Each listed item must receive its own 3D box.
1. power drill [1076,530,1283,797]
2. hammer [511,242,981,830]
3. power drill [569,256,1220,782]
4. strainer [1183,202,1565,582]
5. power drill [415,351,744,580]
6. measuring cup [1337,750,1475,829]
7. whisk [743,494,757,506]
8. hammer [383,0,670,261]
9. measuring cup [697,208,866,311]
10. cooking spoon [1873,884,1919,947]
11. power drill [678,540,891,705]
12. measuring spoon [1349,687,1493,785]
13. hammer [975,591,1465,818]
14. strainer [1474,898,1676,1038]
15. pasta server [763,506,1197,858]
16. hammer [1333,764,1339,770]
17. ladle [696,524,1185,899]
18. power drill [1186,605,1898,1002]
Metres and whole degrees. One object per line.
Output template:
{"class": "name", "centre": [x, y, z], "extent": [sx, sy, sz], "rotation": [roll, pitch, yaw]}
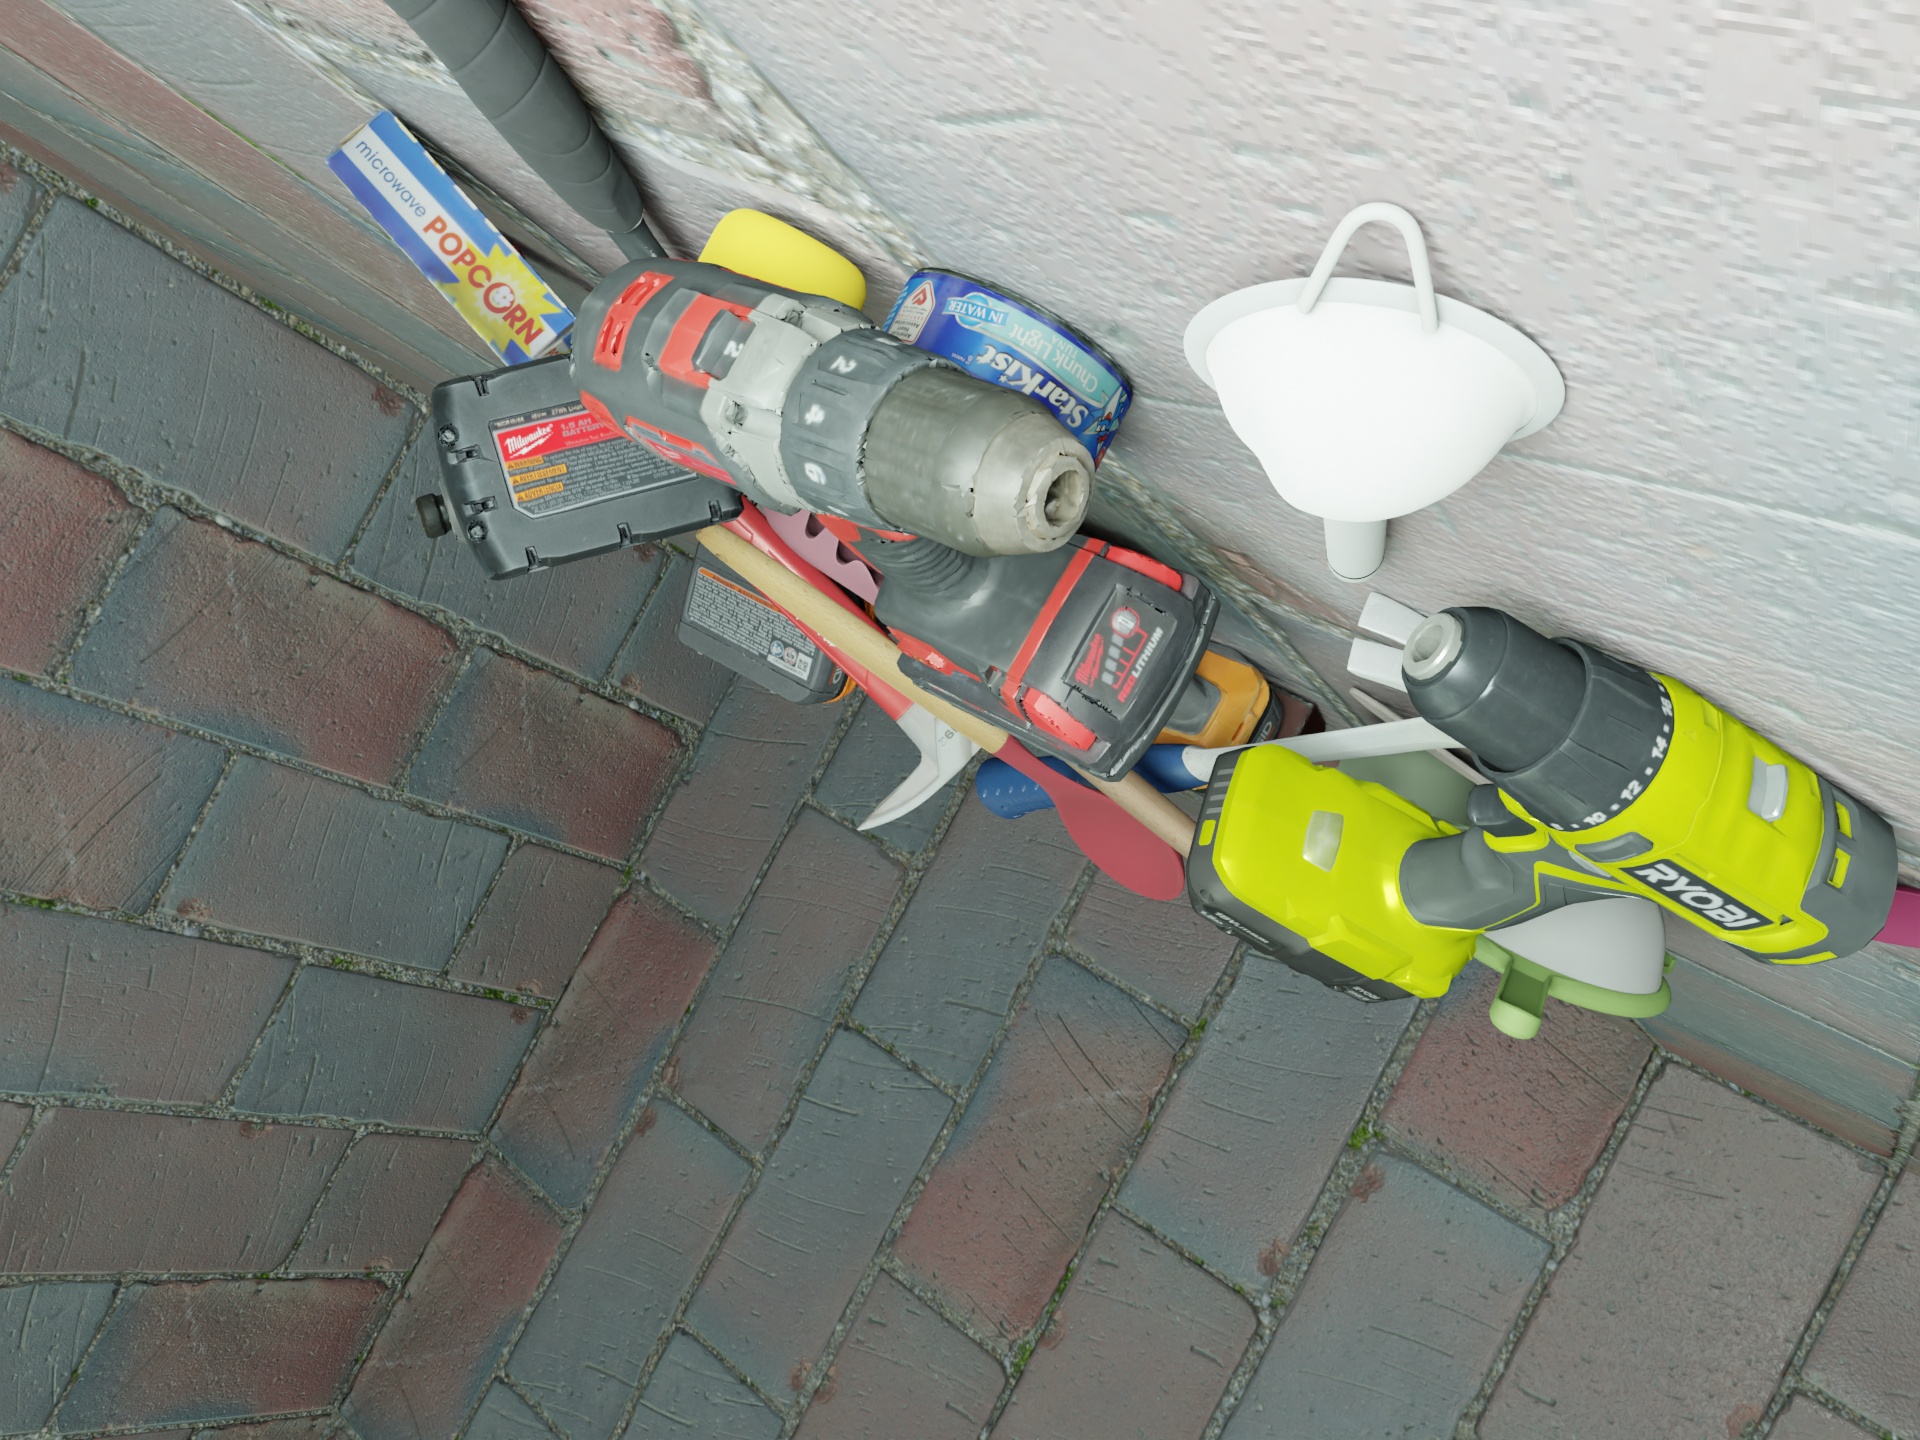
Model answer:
{"class": "power drill", "centre": [0.064, -0.049, 0.895], "extent": [0.185, 0.084, 0.226], "rotation": [26, 173, 41]}
{"class": "hammer", "centre": [-0.141, -0.106, 0.877], "extent": [0.386, 0.143, 0.038], "rotation": [44, -141, -2]}
{"class": "power drill", "centre": [0.001, -0.059, 0.511], "extent": [0.188, 0.080, 0.226], "rotation": [27, 175, 39]}
{"class": "strainer", "centre": [0.108, -0.064, 0.432], "extent": [0.087, 0.050, 0.258], "rotation": [13, 178, 15]}
{"class": "power drill", "centre": [-0.175, -0.112, 0.714], "extent": [0.143, 0.078, 0.220], "rotation": [-17, -171, -14]}
{"class": "measuring cup", "centre": [0.291, 0.043, 0.876], "extent": [0.167, 0.038, 0.083], "rotation": [12, 176, 9]}
{"class": "whisk", "centre": [-0.110, -0.159, 0.918], "extent": [0.055, 0.055, 0.239], "rotation": [28, 174, -3]}
{"class": "hammer", "centre": [-0.124, -0.184, 0.596], "extent": [0.149, 0.036, 0.409], "rotation": [27, 178, 8]}
{"class": "measuring cup", "centre": [-0.054, -0.158, 0.587], "extent": [0.062, 0.029, 0.156], "rotation": [28, -170, 2]}
{"class": "cooking spoon", "centre": [0.338, 0.074, 0.739], "extent": [0.068, 0.017, 0.319], "rotation": [26, 173, -16]}
{"class": "power drill", "centre": [-0.079, -0.086, 1.039], "extent": [0.164, 0.084, 0.226], "rotation": [27, -156, 24]}
{"class": "measuring spoon", "centre": [0.258, 0.014, 0.826], "extent": [0.124, 0.018, 0.034], "rotation": [35, 179, 6]}
{"class": "hammer", "centre": [0.122, 0.017, 0.782], "extent": [0.144, 0.035, 0.405], "rotation": [31, 160, -24]}
{"class": "strainer", "centre": [0.321, 0.108, 0.862], "extent": [0.151, 0.069, 0.256], "rotation": [25, -164, 20]}
{"class": "pasta server", "centre": [0.022, -0.024, 0.762], "extent": [0.316, 0.040, 0.060], "rotation": [39, -161, 5]}
{"class": "hammer", "centre": [0.235, 0.081, 0.961], "extent": [0.146, 0.038, 0.410], "rotation": [60, -166, 15]}
{"class": "ladle", "centre": [-0.001, -0.003, 0.785], "extent": [0.315, 0.031, 0.069], "rotation": [36, 153, -24]}
{"class": "power drill", "centre": [0.188, 0.037, 0.593], "extent": [0.190, 0.080, 0.228], "rotation": [28, 155, -19]}
